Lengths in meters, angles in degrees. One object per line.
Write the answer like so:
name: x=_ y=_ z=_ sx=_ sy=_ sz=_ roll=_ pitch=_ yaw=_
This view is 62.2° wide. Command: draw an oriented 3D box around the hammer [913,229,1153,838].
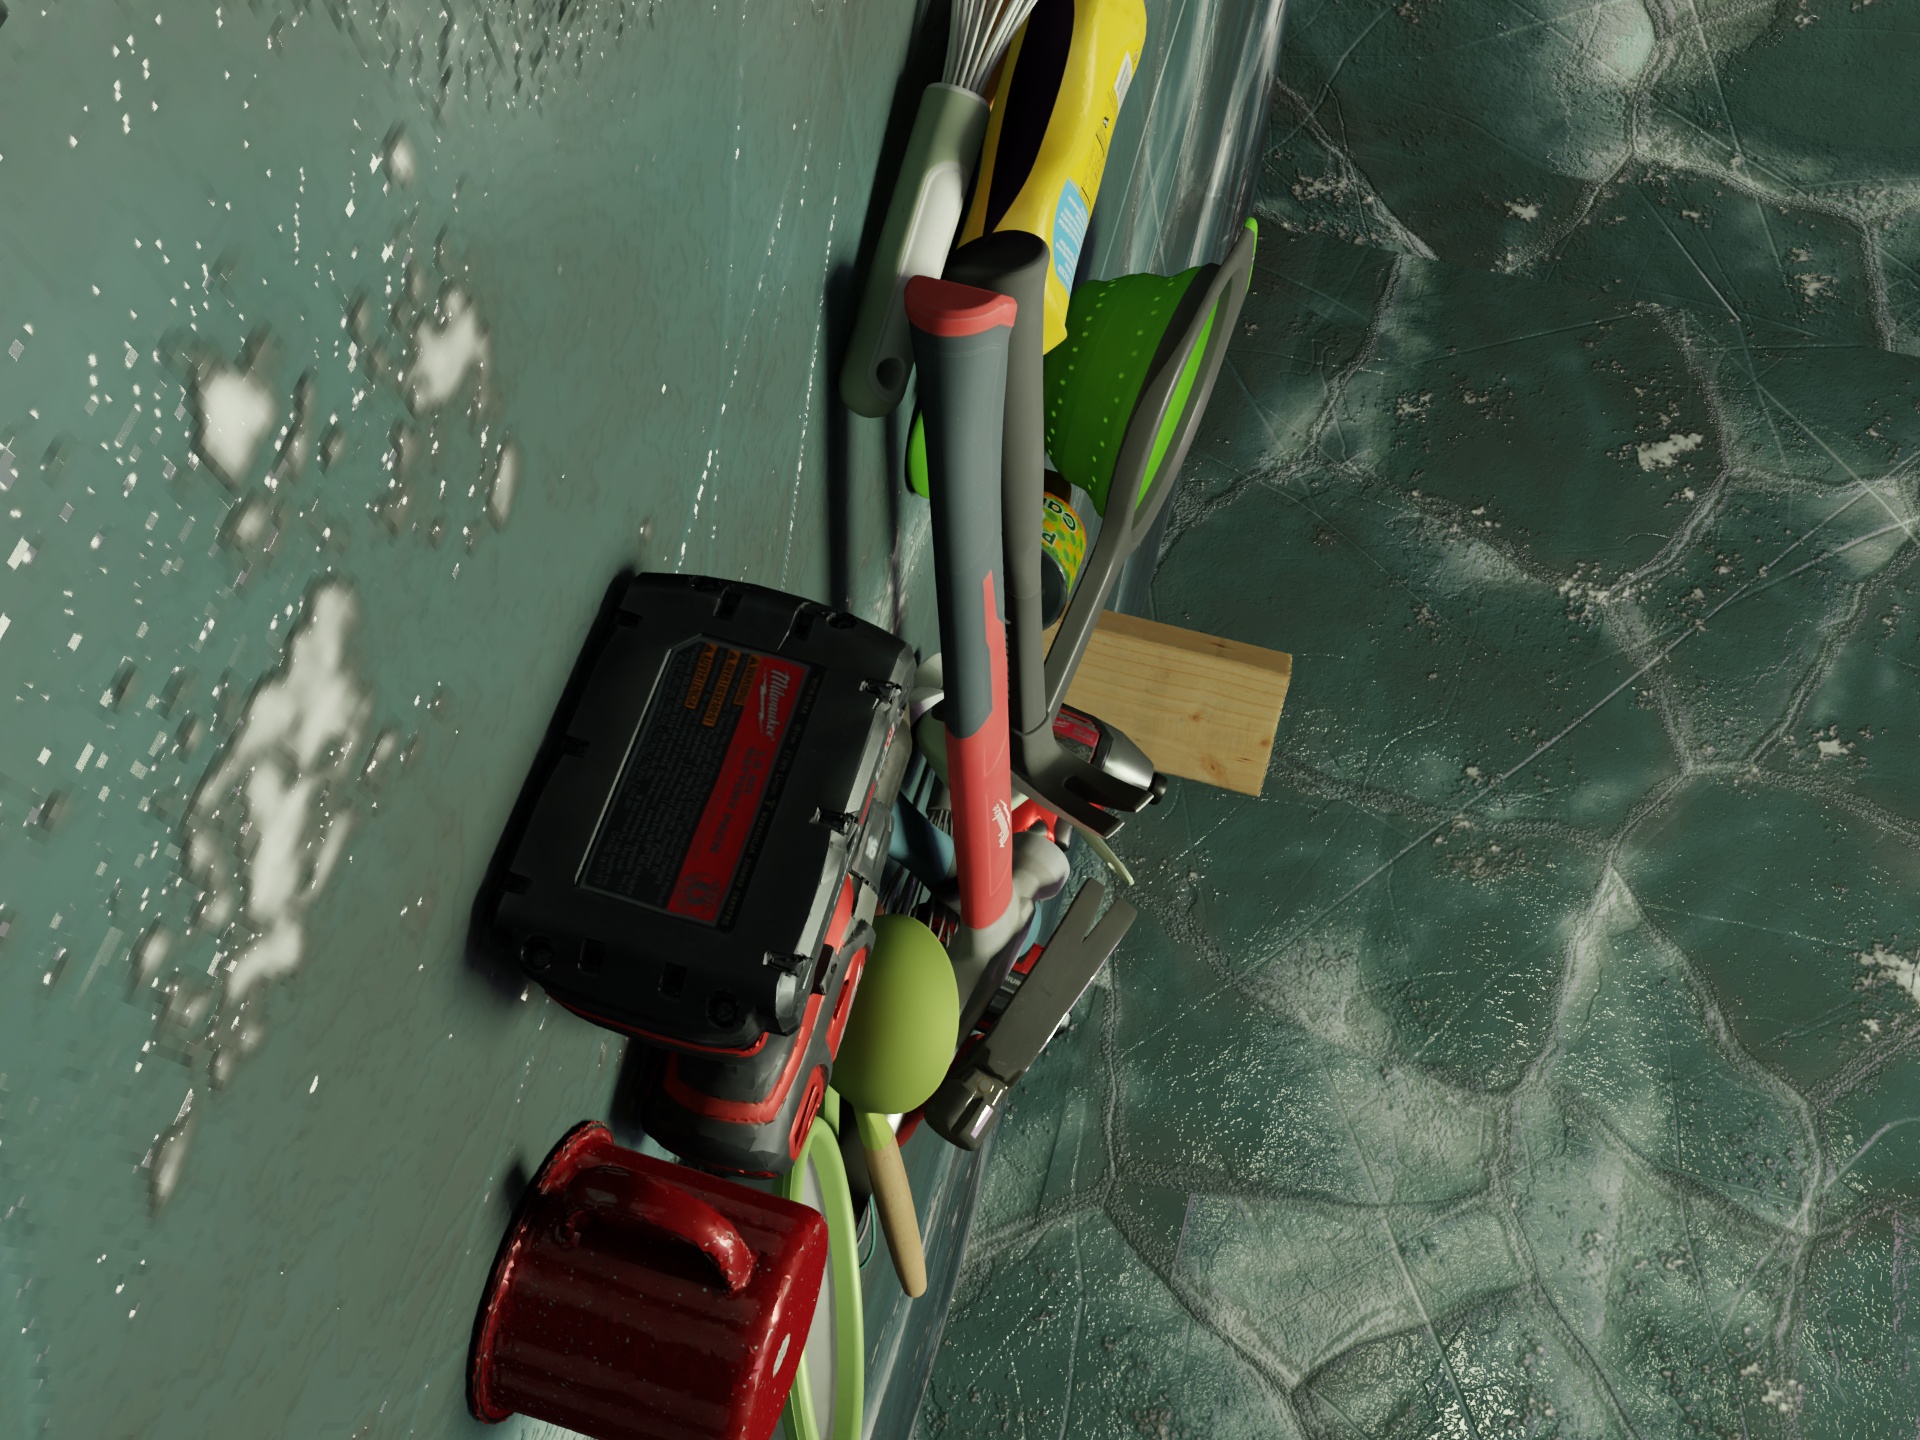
hammer: x=0.026 y=-0.071 z=0.702 sx=0.035 sy=0.146 sz=0.334 roll=-40 pitch=152 yaw=-23

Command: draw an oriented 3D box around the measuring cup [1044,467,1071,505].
measuring cup: x=0.048 y=-0.118 z=1.075 sx=0.157 sy=0.029 sz=0.062 roll=-67 pitch=168 yaw=-51

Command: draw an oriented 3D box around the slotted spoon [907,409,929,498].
slotted spoon: x=0.027 y=-0.190 z=0.839 sx=0.314 sy=0.031 sz=0.070 roll=-64 pitch=168 yaw=-59

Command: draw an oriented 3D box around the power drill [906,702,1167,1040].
power drill: x=0.046 y=0.092 z=1.036 sx=0.078 sy=0.143 sz=0.220 roll=129 pitch=-18 yaw=-68

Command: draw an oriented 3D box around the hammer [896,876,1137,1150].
hammer: x=-0.001 y=0.199 z=0.928 sx=0.149 sy=0.037 sz=0.359 roll=-52 pitch=178 yaw=-25

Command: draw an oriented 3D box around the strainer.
strainer: x=-0.086 y=0.212 z=0.697 sx=0.257 sy=0.069 sz=0.151 roll=-94 pitch=176 yaw=-56

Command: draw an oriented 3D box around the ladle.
ladle: x=-0.024 y=0.196 z=0.728 sx=0.078 sy=0.062 sz=0.319 roll=57 pitch=-17 yaw=37

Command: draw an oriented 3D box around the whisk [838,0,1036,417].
whisk: x=0.002 y=-0.226 z=0.559 sx=0.057 sy=0.059 sz=0.246 roll=12 pitch=98 yaw=-43

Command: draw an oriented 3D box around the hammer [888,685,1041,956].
hammer: x=-0.010 y=0.076 z=0.819 sx=0.330 sy=0.033 sz=0.128 roll=49 pitch=55 yaw=-66

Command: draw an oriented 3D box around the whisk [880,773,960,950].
whisk: x=-0.007 y=0.057 z=0.963 sx=0.055 sy=0.055 sz=0.239 roll=89 pitch=14 yaw=-61

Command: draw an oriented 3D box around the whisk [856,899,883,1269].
whisk: x=-0.063 y=0.208 z=0.862 sx=0.047 sy=0.051 sz=0.245 roll=-42 pitch=143 yaw=-65

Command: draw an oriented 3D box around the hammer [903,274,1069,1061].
hammer: x=-0.001 y=-0.002 z=0.659 sx=0.143 sy=0.038 sz=0.385 roll=-54 pitch=154 yaw=-35

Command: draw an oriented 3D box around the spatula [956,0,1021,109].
spatula: x=0.025 y=-0.340 z=0.596 sx=0.081 sy=0.041 sz=0.322 roll=-42 pitch=149 yaw=-76

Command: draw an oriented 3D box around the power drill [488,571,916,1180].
power drill: x=-0.058 y=0.038 z=0.504 sx=0.226 sy=0.080 sz=0.188 roll=92 pitch=15 yaw=-67

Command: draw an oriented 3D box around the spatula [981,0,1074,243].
spatula: x=0.043 y=-0.316 z=0.629 sx=0.059 sy=0.018 sz=0.316 roll=136 pitch=-31 yaw=-56

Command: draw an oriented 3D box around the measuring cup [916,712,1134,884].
measuring cup: x=0.031 y=0.046 z=0.872 sx=0.038 sy=0.168 sz=0.083 roll=-37 pitch=140 yaw=-10

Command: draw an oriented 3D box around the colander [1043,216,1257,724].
colander: x=0.071 y=-0.143 z=1.016 sx=0.204 sy=0.094 sz=0.397 roll=54 pitch=59 yaw=-79
